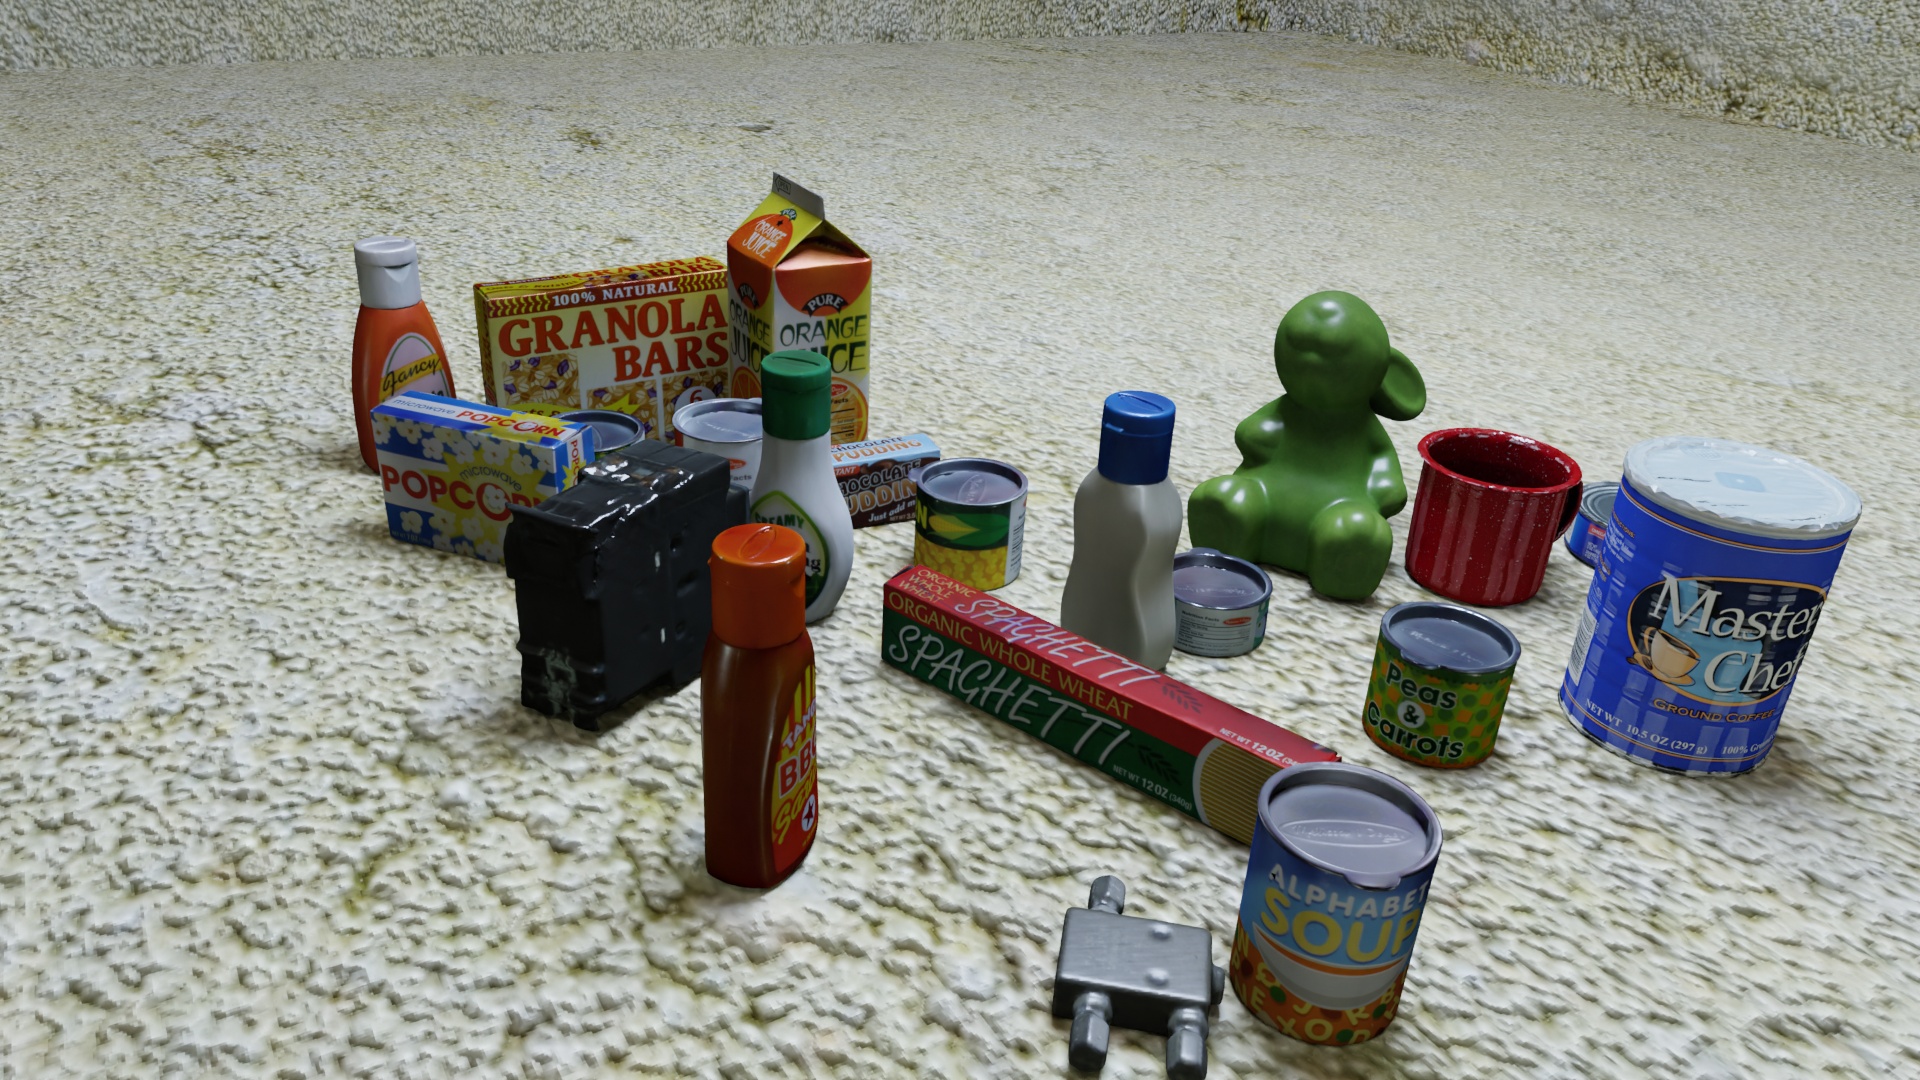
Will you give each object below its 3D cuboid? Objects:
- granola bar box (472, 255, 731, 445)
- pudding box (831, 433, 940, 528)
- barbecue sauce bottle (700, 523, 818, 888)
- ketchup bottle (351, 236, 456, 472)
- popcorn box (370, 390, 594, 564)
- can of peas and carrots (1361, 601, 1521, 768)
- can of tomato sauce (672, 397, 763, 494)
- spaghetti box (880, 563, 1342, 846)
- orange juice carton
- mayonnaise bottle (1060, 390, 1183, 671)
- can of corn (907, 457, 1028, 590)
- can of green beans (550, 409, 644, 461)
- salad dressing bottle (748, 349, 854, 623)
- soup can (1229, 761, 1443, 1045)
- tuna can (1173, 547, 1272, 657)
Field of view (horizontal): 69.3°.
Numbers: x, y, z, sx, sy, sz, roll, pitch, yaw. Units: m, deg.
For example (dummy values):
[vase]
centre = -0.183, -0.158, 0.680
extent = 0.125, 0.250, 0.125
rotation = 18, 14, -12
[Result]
[granola bar box]
centre = -0.236, -0.120, 0.940
extent = 0.166, 0.123, 0.039
rotation = -14, 31, -30
[pudding box]
centre = -0.056, -0.037, 0.879
extent = 0.084, 0.049, 0.030
rotation = -9, 29, -22
[barbecue sauce bottle]
centre = -0.082, 0.066, 0.568
extent = 0.044, 0.147, 0.065
rotation = 9, 28, 12
[ketchup bottle]
centre = -0.364, -0.120, 0.899
extent = 0.043, 0.148, 0.065
rotation = 26, 35, 38
[popcorn box]
centre = -0.276, -0.034, 0.810
extent = 0.127, 0.084, 0.038
rotation = 12, 28, 16
[can of peas and carrots]
centre = 0.236, 0.072, 0.688
extent = 0.071, 0.058, 0.071
rotation = 3, 27, -1
[can of tomato sauce]
centre = -0.136, -0.036, 0.831
extent = 0.071, 0.082, 0.071
rotation = 3, 27, -1
[spaghetti box]
centre = 0.060, 0.077, 0.669
extent = 0.250, 0.050, 0.029
rotation = 23, 33, 34
[orange juice carton]
centre = -0.107, -0.140, 0.919
extent = 0.073, 0.191, 0.072
rotation = -13, 31, -29
[mayonnaise bottle]
centre = 0.086, -0.003, 0.721
extent = 0.041, 0.147, 0.065
rotation = -20, 35, -38
[can of corn]
centre = 0.003, -0.010, 0.824
extent = 0.071, 0.058, 0.071
rotation = 3, 27, -1
[can of green beans]
centre = -0.229, -0.043, 0.862
extent = 0.071, 0.057, 0.071
rotation = 3, 27, -1
[salad dressing bottle]
centre = -0.089, -0.028, 0.751
extent = 0.064, 0.147, 0.044
rotation = 12, 28, 17
[soup can]
centre = 0.140, 0.138, 0.522
extent = 0.071, 0.083, 0.071
rotation = 3, 27, -1
[tuna can]
centre = 0.139, 0.034, 0.780
extent = 0.071, 0.032, 0.071
rotation = 3, 27, -1
